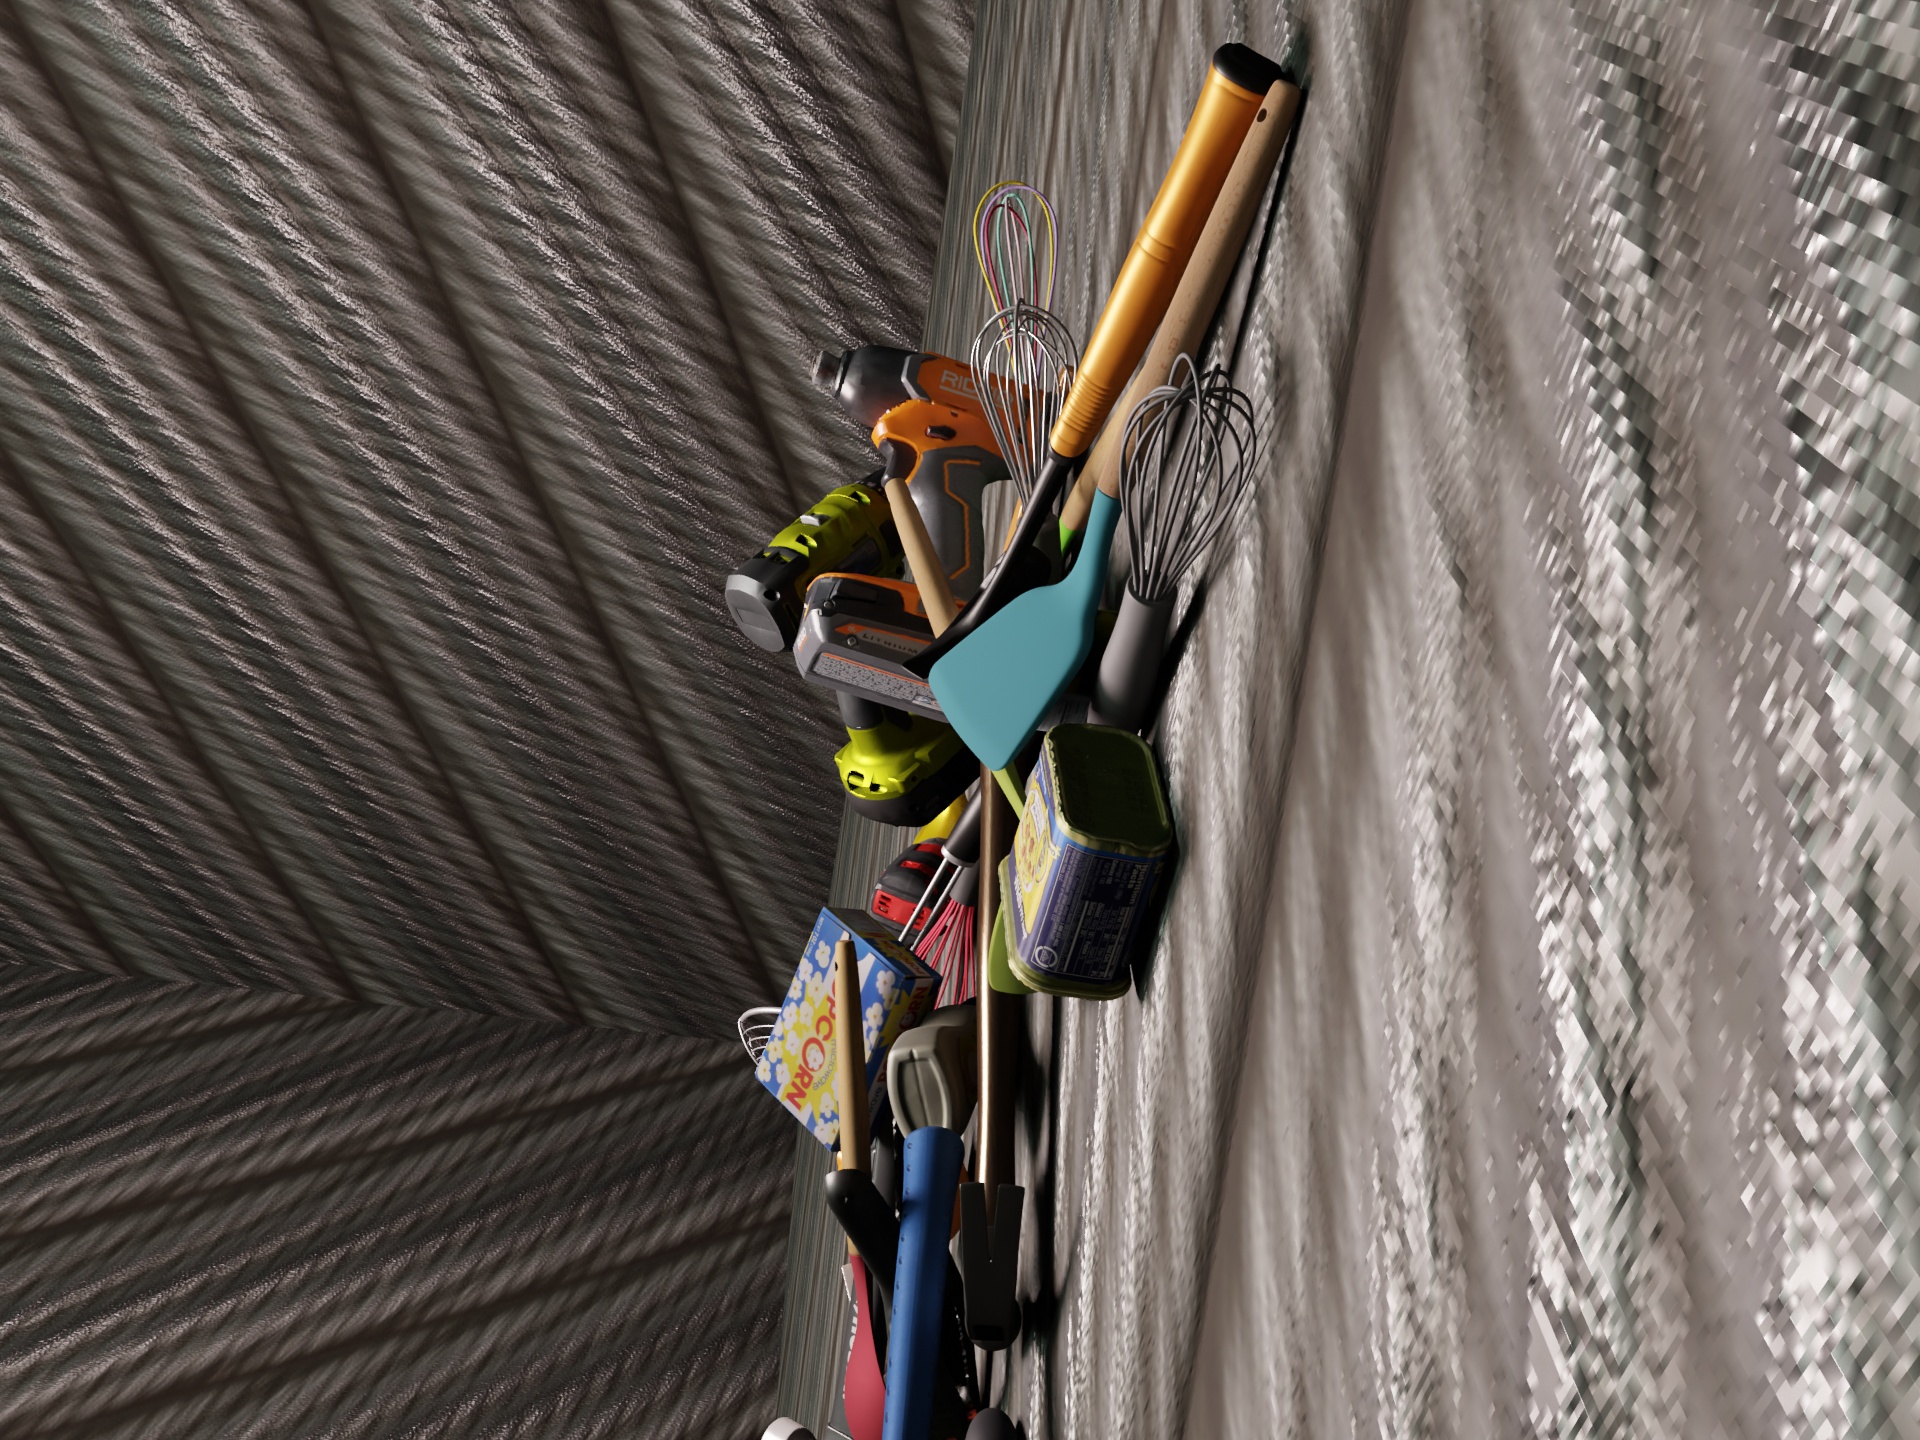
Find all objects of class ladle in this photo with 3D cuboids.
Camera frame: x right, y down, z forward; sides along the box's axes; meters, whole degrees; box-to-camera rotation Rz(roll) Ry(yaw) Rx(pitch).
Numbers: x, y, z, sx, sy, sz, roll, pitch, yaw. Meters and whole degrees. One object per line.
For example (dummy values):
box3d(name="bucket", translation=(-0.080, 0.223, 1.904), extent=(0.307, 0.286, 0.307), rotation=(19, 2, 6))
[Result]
box3d(name="ladle", translation=(-0.058, 0.288, 0.938), extent=(0.069, 0.031, 0.315), rotation=(173, 94, -68))
box3d(name="ladle", translation=(-0.001, -0.003, 0.867), extent=(0.078, 0.062, 0.320), rotation=(67, -178, -62))

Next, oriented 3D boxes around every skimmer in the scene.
box3d(name="skimmer", translation=(-0.032, 0.122, 1.055), extent=(0.363, 0.127, 0.090), rotation=(-60, 16, 21))

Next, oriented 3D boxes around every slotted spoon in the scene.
box3d(name="slotted spoon", translation=(0.072, -0.126, 0.924), extent=(0.313, 0.031, 0.070), rotation=(120, 157, -68))

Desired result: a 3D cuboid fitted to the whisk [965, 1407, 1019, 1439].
box3d(name="whisk", translation=(0.014, 0.395, 0.698), extent=(0.285, 0.070, 0.070), rotation=(-90, 9, -78))

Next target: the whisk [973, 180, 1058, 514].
box3d(name="whisk", translation=(0.041, -0.238, 1.074), extent=(0.051, 0.047, 0.245), rotation=(5, 102, 54))

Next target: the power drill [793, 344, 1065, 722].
box3d(name="power drill", translation=(-0.034, -0.128, 0.988), extent=(0.084, 0.164, 0.227), rotation=(130, 155, -66))

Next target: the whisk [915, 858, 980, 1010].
box3d(name="whisk", translation=(-0.002, 0.143, 1.130), extent=(0.073, 0.073, 0.295), rotation=(-99, 24, -67))

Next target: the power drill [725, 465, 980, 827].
box3d(name="power drill", translation=(-0.044, -0.059, 1.098), extent=(0.190, 0.080, 0.228), rotation=(-43, -51, -28))

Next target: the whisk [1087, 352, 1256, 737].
box3d(name="whisk", translation=(0.081, -0.058, 0.691), extent=(0.238, 0.055, 0.055), rotation=(99, 175, -51))

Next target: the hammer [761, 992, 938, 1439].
box3d(name="hammer", translation=(-0.048, 0.331, 1.002), extent=(0.146, 0.035, 0.335), rotation=(6, 88, 42))

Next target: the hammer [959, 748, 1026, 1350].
box3d(name="hammer", translation=(0.020, 0.161, 0.869), extent=(0.130, 0.031, 0.332), rotation=(87, -175, -61))

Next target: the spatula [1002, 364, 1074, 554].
box3d(name="spatula", translation=(0.044, -0.107, 1.162), extent=(0.081, 0.041, 0.322), rotation=(-94, 17, -55))

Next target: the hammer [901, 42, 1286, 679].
box3d(name="hammer", translation=(0.061, -0.154, 0.754), extent=(0.127, 0.034, 0.336), rotation=(-52, -9, -47))

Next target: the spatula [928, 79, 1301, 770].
box3d(name="spatula", translation=(0.069, -0.124, 0.700), extent=(0.082, 0.044, 0.317), rotation=(55, 132, 45))

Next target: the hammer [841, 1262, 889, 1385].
box3d(name="hammer", translation=(-0.068, 0.491, 1.228), extent=(0.410, 0.038, 0.146), rotation=(109, 148, -70))

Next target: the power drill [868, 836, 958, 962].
box3d(name="power drill", translation=(-0.044, 0.199, 1.266), extent=(0.143, 0.078, 0.219), rotation=(-39, -34, -69))

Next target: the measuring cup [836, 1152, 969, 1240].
box3d(name="measuring cup", translation=(-0.018, 0.280, 1.073), extent=(0.173, 0.095, 0.052), rotation=(-64, 12, -1))

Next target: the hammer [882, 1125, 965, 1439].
box3d(name="hammer", translation=(-0.027, 0.359, 0.709), extent=(0.406, 0.035, 0.144), rotation=(-84, -9, -49))

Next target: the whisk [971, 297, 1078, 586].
box3d(name="whisk", translation=(0.043, -0.120, 0.905), extent=(0.059, 0.058, 0.246), rotation=(-77, -16, -53))
